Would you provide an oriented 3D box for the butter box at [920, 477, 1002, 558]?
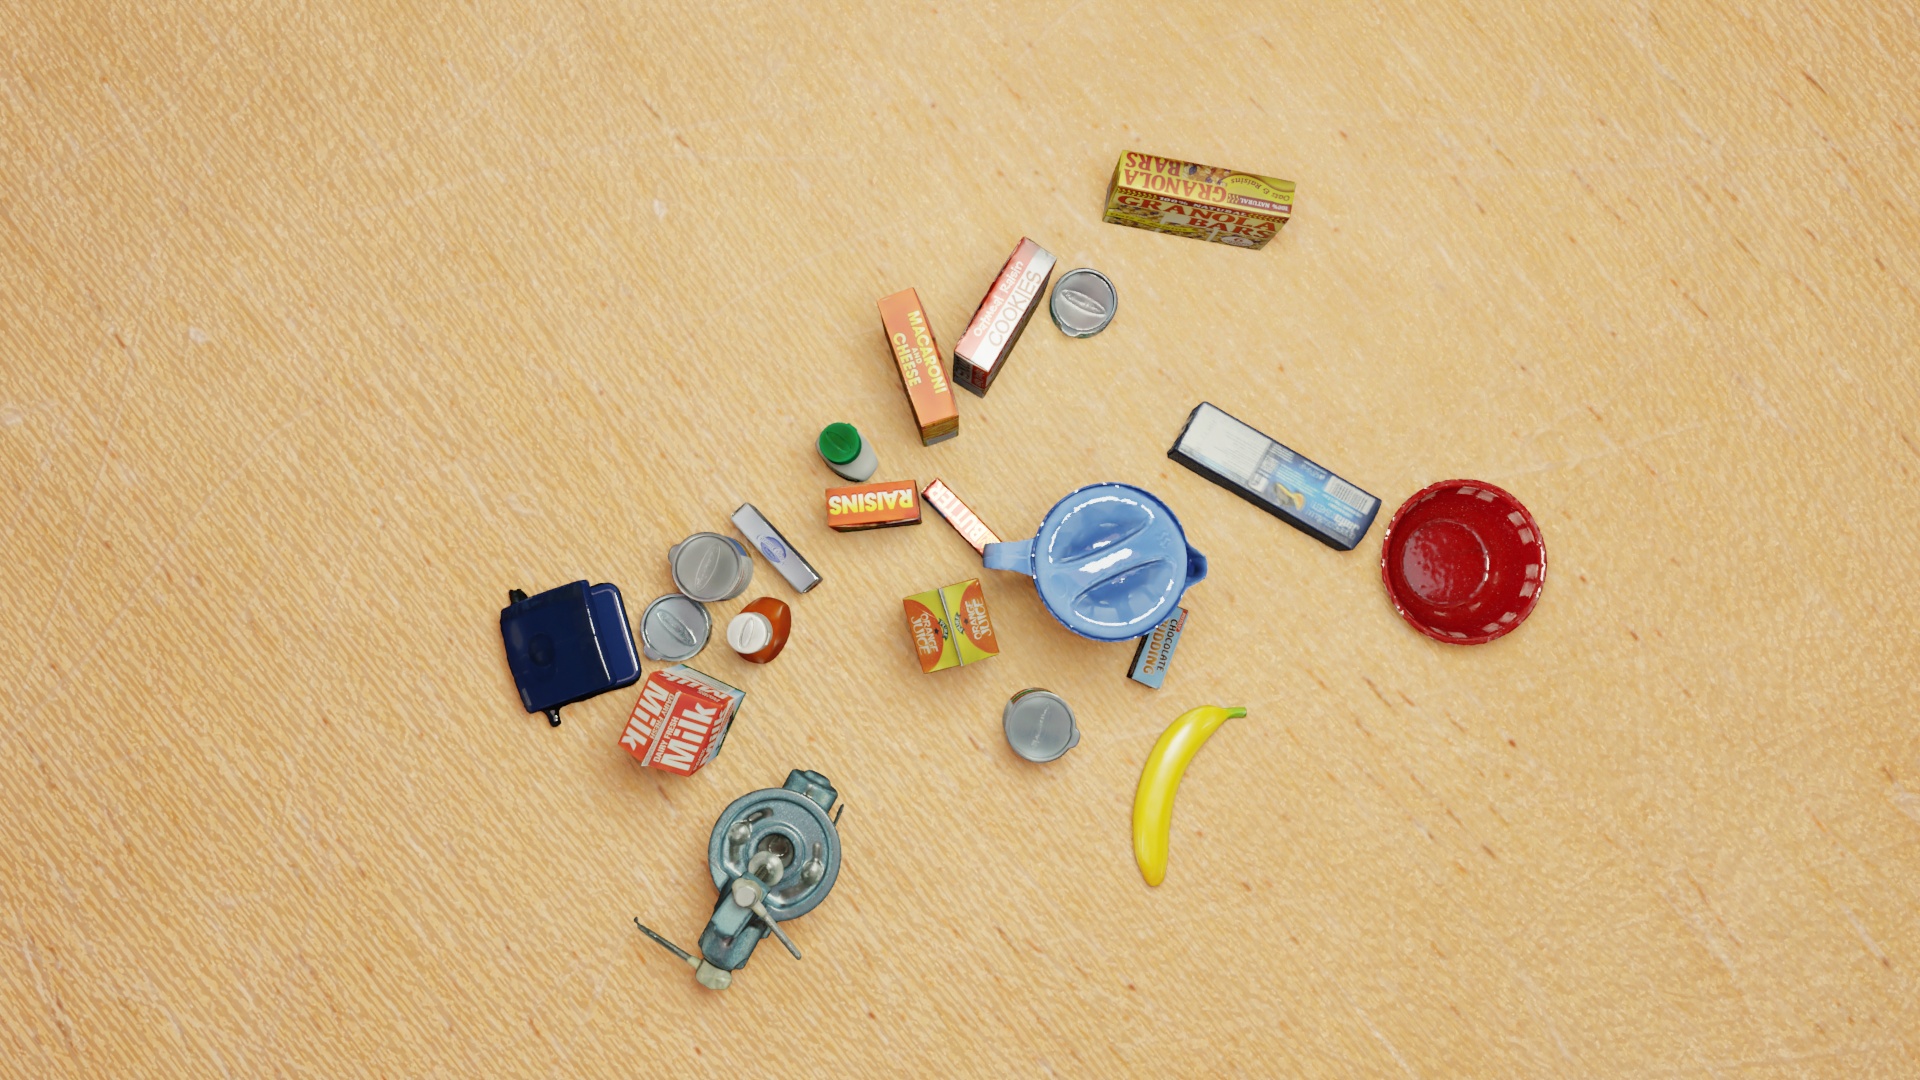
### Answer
[{"bbox_3d":[0.005,-0.017,1.358,0.024,0.053,0.103,-45,89,-2],"label":"butter box"}]

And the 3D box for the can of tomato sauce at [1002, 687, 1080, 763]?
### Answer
[{"bbox_3d":[0.076,0.176,1.334,0.071,0.083,0.071,0,87,-1],"label":"can of tomato sauce"}]

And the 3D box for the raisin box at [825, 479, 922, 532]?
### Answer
[{"bbox_3d":[-0.081,-0.031,1.323,0.086,0.123,0.040,-5,88,-1],"label":"raisin box"}]

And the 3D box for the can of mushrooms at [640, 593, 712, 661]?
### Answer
[{"bbox_3d":[-0.279,0.086,1.358,0.071,0.033,0.071,0,87,-1],"label":"can of mushrooms"}]

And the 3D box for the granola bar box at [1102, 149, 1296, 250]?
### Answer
[{"bbox_3d":[0.227,-0.326,1.343,0.166,0.124,0.039,10,87,0],"label":"granola bar box"}]

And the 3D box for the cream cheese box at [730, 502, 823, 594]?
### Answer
[{"bbox_3d":[-0.179,0.008,1.354,0.024,0.053,0.104,-43,89,-2],"label":"cream cheese box"}]

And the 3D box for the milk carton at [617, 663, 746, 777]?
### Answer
[{"bbox_3d":[-0.257,0.164,1.275,0.073,0.190,0.072,24,87,0],"label":"milk carton"}]

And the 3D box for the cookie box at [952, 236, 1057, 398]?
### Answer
[{"bbox_3d":[0.038,-0.207,1.312,0.040,0.167,0.123,30,87,1],"label":"cookie box"}]

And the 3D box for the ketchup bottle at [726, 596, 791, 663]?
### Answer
[{"bbox_3d":[-0.189,0.085,1.302,0.043,0.149,0.064,17,87,0],"label":"ketchup bottle"}]

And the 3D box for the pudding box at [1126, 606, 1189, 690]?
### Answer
[{"bbox_3d":[0.193,0.102,1.357,0.030,0.049,0.083,22,87,0],"label":"pudding box"}]

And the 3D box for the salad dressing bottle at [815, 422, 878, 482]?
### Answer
[{"bbox_3d":[-0.110,-0.086,1.313,0.064,0.147,0.044,38,88,1],"label":"salad dressing bottle"}]

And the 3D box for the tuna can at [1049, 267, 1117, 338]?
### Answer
[{"bbox_3d":[0.121,-0.233,1.382,0.071,0.033,0.071,0,87,-1],"label":"tuna can"}]

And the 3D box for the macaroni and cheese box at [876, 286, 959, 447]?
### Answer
[{"bbox_3d":[-0.038,-0.160,1.309,0.040,0.166,0.123,-19,88,-2],"label":"macaroni and cheese box"}]

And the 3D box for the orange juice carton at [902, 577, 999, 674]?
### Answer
[{"bbox_3d":[-0.009,0.078,1.283,0.073,0.192,0.072,-15,88,-1],"label":"orange juice carton"}]

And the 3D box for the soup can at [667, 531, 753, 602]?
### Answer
[{"bbox_3d":[-0.240,0.025,1.337,0.071,0.083,0.071,0,87,-1],"label":"soup can"}]
